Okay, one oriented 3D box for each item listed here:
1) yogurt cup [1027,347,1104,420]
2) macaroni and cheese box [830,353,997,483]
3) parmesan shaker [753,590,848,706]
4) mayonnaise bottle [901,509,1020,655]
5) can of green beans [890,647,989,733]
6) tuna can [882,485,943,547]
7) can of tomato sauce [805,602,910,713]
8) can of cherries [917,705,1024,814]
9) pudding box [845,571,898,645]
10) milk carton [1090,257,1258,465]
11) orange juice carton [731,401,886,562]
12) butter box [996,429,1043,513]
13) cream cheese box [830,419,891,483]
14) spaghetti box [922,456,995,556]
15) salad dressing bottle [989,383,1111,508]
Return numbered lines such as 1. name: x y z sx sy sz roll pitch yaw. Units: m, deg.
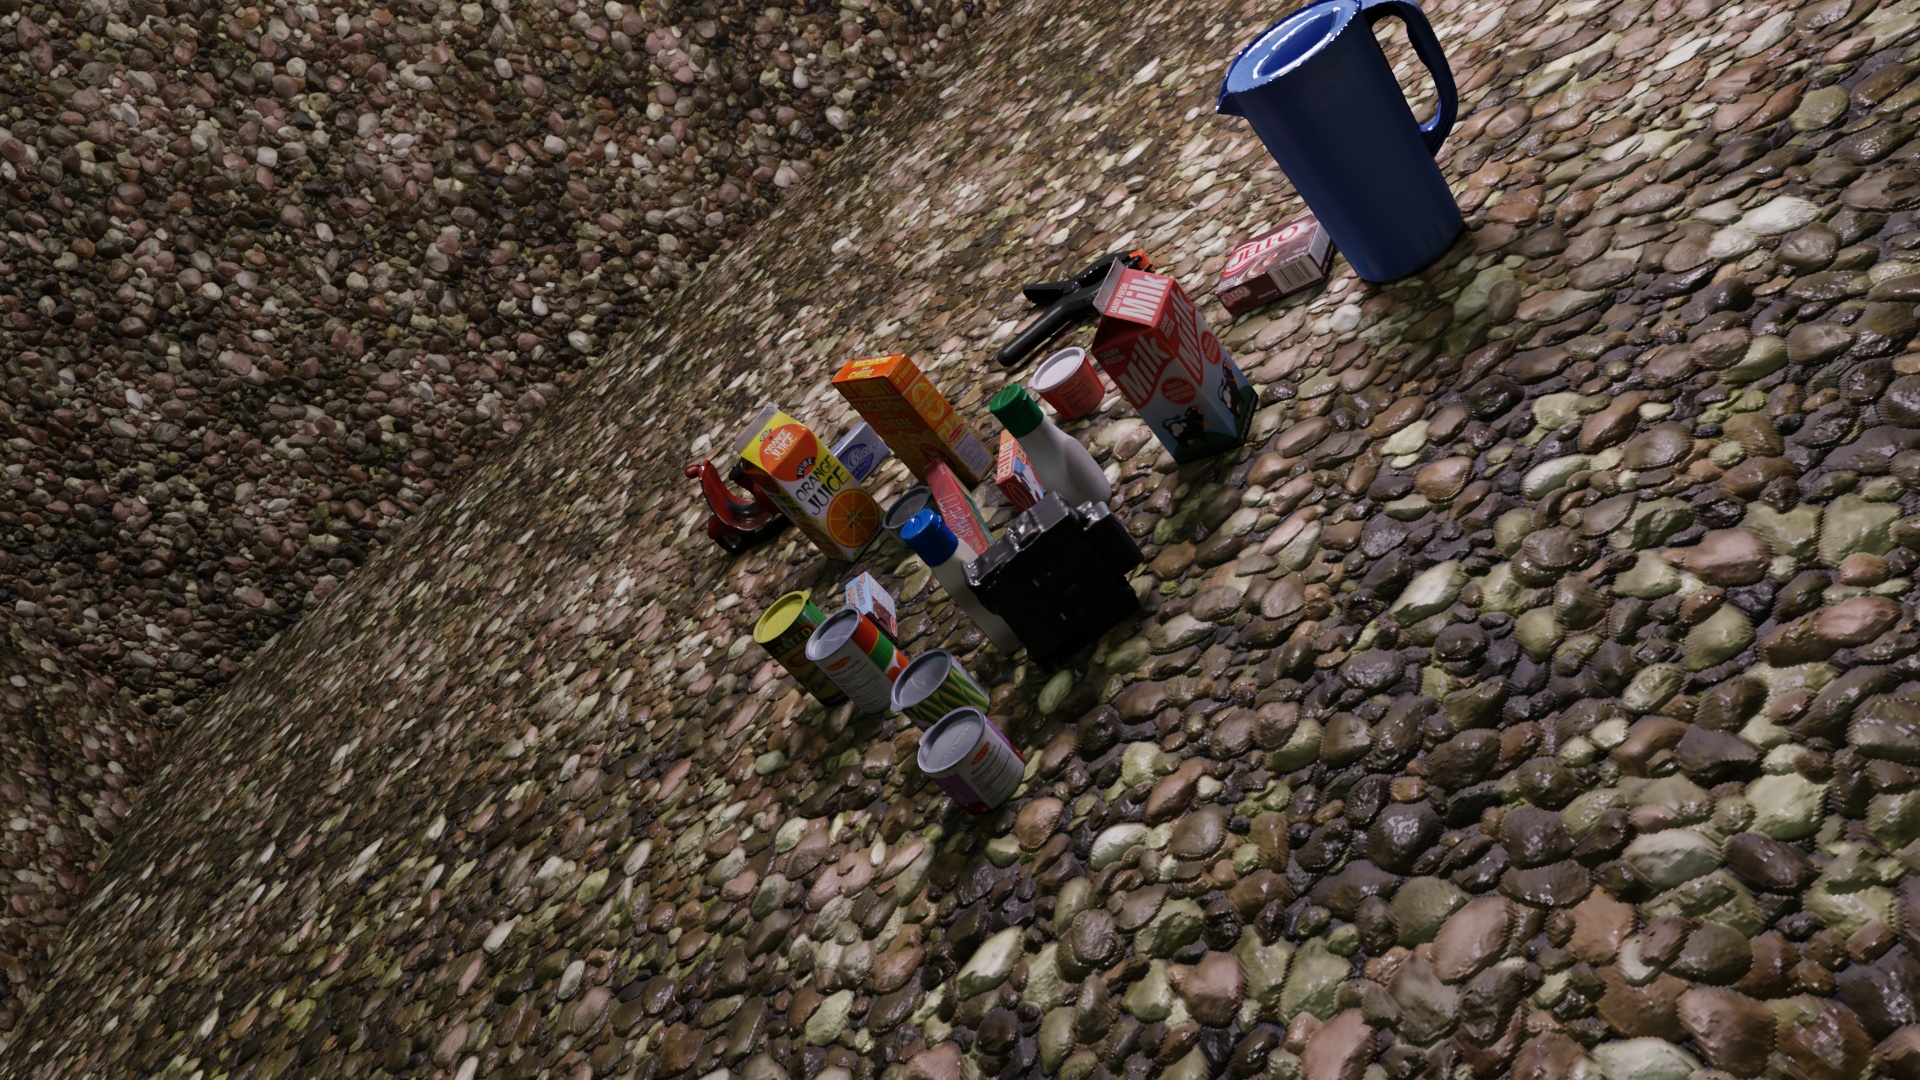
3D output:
1. yogurt cup: 0.119 -0.167 1.497 0.072 0.054 0.073 -32 27 19
2. macaroni and cheese box: -0.053 -0.134 1.551 0.040 0.166 0.123 -52 28 -21
3. parmesan shaker: -0.144 0.107 1.377 0.071 0.103 0.072 -32 27 19
4. mayonnaise bottle: 0.006 0.035 1.232 0.041 0.147 0.065 -36 26 12
5. can of green beans: -0.017 0.137 1.209 0.071 0.057 0.071 -32 27 19
6. tuna can: -0.049 -0.027 1.534 0.071 0.032 0.071 -32 27 19
7. can of tomato sauce: -0.095 0.113 1.323 0.071 0.083 0.071 -32 27 19
8. can of cherries: 0.008 0.176 1.114 0.071 0.058 0.072 -32 27 19
9. pudding box: -0.091 0.074 1.416 0.030 0.049 0.084 -36 26 13
10. milk carton: 0.183 -0.164 1.249 0.073 0.190 0.073 -17 35 41
11. orange juice carton: -0.176 -0.066 1.583 0.072 0.192 0.073 -51 27 -19
12. butter box: 0.063 -0.073 1.429 0.024 0.053 0.104 -29 28 24
13. cream cheese box: -0.141 -0.096 1.741 0.104 0.053 0.024 -46 26 -10
14. spaghetti box: 0.005 -0.018 1.426 0.028 0.050 0.251 -38 26 7
15. salad dressing bottle: 0.085 -0.084 1.308 0.044 0.147 0.064 -21 33 37
